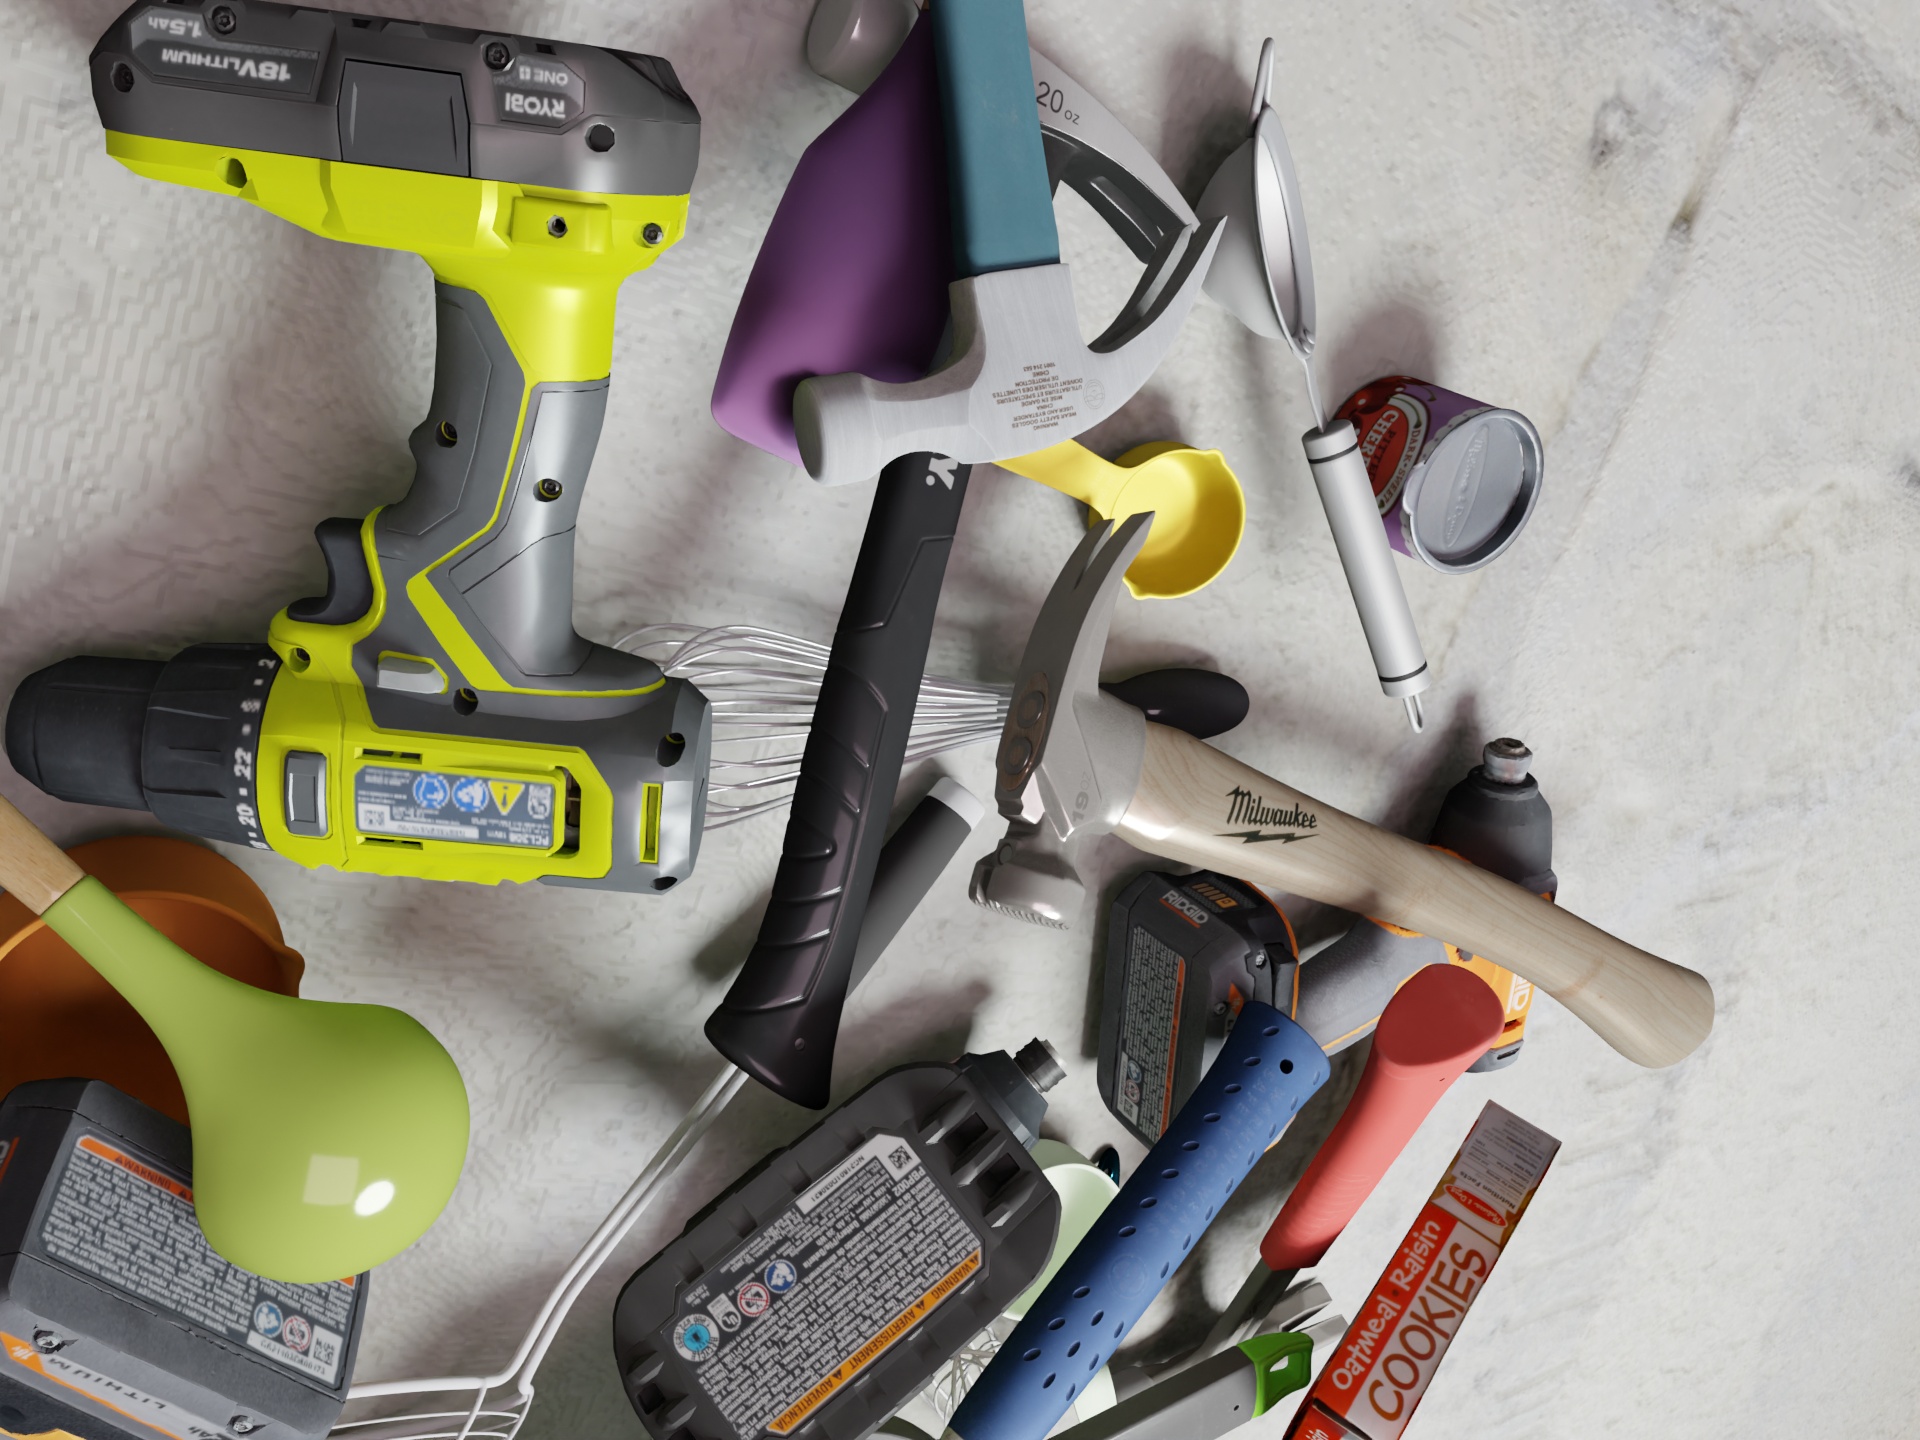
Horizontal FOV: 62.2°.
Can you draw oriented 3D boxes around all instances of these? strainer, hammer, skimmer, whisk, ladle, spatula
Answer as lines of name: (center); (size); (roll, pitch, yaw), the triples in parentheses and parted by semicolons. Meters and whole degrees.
strainer: (0.129, -0.108, 0.575); (0.050, 0.087, 0.258); (-14, 110, 27)
hammer: (0.002, 0.264, 0.544); (0.144, 0.035, 0.405); (44, 69, 0)
hammer: (-0.003, -0.235, 0.418); (0.128, 0.033, 0.331); (-12, 103, -20)
skimmer: (-0.134, 0.149, 0.584); (0.363, 0.090, 0.127); (-50, 155, -12)
whisk: (-0.001, -0.001, 0.578); (0.284, 0.070, 0.070); (-2, 114, -34)
hammer: (0.164, 0.222, 0.713); (0.149, 0.037, 0.358); (-15, 142, -24)
hammer: (0.185, 0.058, 0.643); (0.410, 0.038, 0.146); (23, 77, -32)
whisk: (0.031, 0.378, 0.793); (0.059, 0.058, 0.246); (-8, 127, 13)
hammer: (-0.015, -0.044, 0.500); (0.146, 0.035, 0.335); (15, 88, -34)
ladle: (-0.252, 0.028, 0.409); (0.320, 0.062, 0.078); (48, 58, -14)
spatula: (0.007, -0.221, 0.453); (0.059, 0.018, 0.316); (21, 89, -27)

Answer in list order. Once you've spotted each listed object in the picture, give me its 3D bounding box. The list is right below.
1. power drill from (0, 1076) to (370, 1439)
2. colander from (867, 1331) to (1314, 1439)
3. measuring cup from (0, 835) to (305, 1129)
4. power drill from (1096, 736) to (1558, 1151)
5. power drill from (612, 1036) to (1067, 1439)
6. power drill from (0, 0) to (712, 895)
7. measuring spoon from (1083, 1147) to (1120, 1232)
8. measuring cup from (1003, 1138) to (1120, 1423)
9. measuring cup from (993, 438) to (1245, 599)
power drill: (-0.310, 0.186, 0.447); (0.226, 0.084, 0.185); (-31, 126, 16)
colander: (0.005, 0.350, 0.624); (0.397, 0.095, 0.204); (-15, 117, -26)
measuring cup: (-0.242, 0.113, 0.498); (0.095, 0.052, 0.173); (-22, 124, -19)
power drill: (0.176, 0.098, 0.713); (0.226, 0.084, 0.164); (-11, 116, -29)
power drill: (-0.029, 0.176, 0.566); (0.171, 0.223, 0.080); (-39, 82, -5)
power drill: (-0.159, -0.064, 0.423); (0.190, 0.080, 0.228); (6, 111, -4)
measuring spoon: (0.056, 0.261, 0.765); (0.042, 0.021, 0.128); (-3, 107, -46)
measuring cup: (0.043, 0.264, 0.731); (0.083, 0.038, 0.167); (-24, 116, -20)
measuring cup: (0.034, -0.094, 0.574); (0.156, 0.029, 0.062); (23, 102, -24)
